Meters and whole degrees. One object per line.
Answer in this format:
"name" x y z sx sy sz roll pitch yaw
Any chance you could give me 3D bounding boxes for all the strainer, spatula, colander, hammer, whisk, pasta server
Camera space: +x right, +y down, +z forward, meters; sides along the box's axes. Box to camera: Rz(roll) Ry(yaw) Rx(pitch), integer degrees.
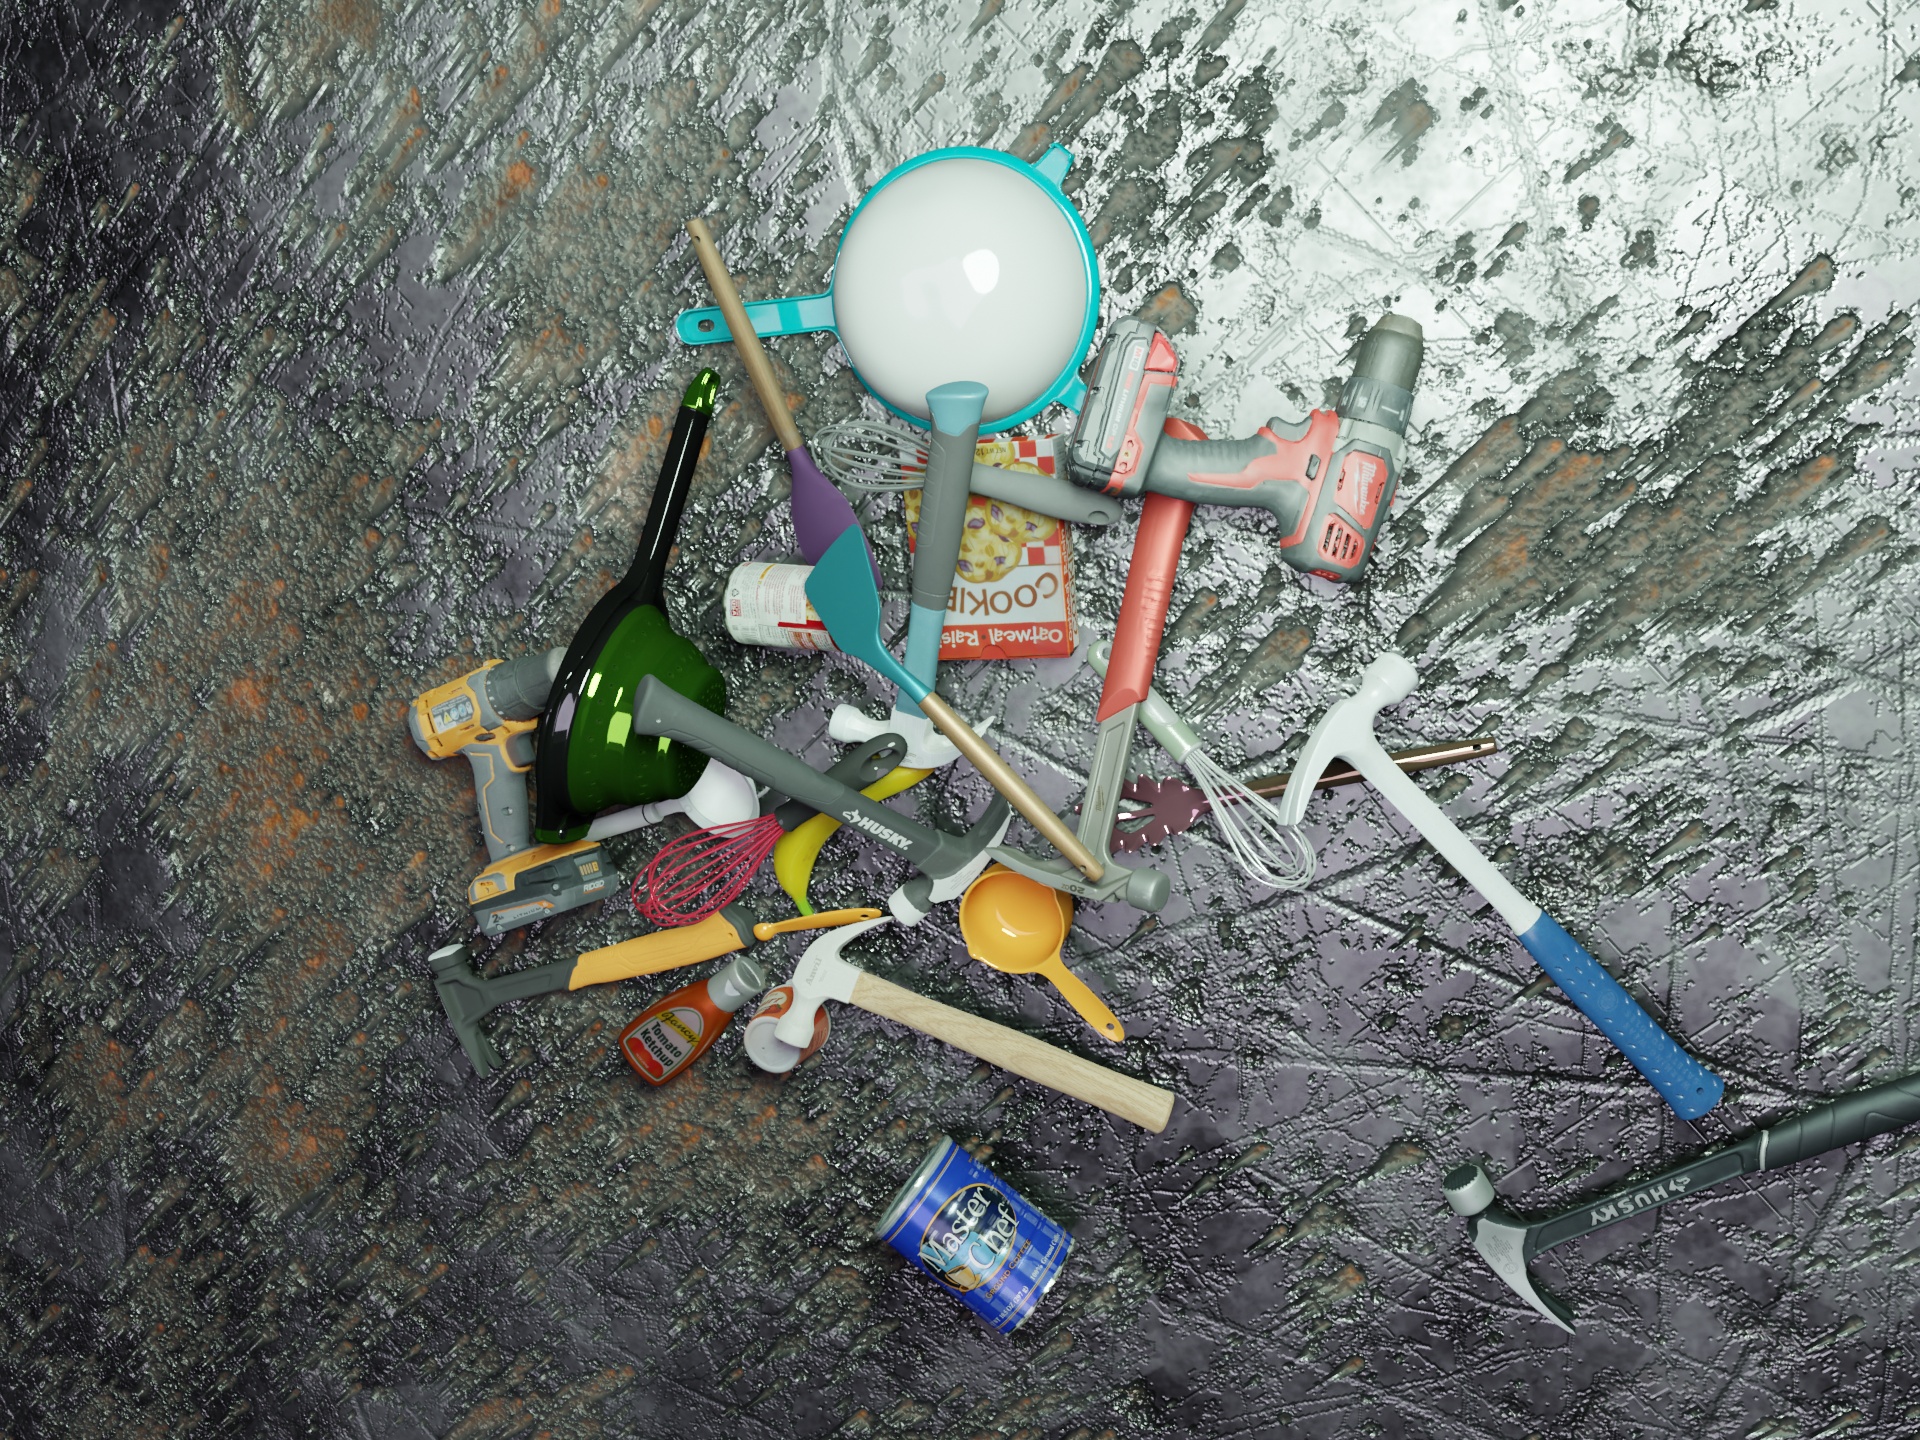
"strainer" -0.071 -0.308 1.180 0.340 0.095 0.211 -2 104 17
"spatula" -0.002 -0.004 1.179 0.317 0.044 0.082 46 130 1
"colander" -0.224 -0.079 1.264 0.094 0.204 0.397 17 91 8
"hammer" -0.329 0.232 1.446 0.337 0.034 0.127 -17 98 21
"hammer" -0.023 -0.100 1.188 0.128 0.033 0.330 19 127 13
"spatula" -0.141 -0.234 1.228 0.060 0.018 0.315 -11 116 25
"hammer" -0.108 0.050 1.219 0.334 0.035 0.146 31 117 -33
"whisk" -0.158 0.090 1.298 0.296 0.073 0.073 -33 93 23
"strainer" -0.259 0.075 1.378 0.258 0.050 0.086 -17 107 27
"hammer" 0.120 -0.046 1.186 0.149 0.036 0.359 16 98 32
"whisk" 0.178 0.030 1.193 0.246 0.058 0.059 50 151 18
"hammer" 0.398 0.142 1.147 0.405 0.035 0.144 45 81 -6
"whisk" 0.003 -0.178 1.177 0.239 0.055 0.055 15 109 9
"pasta server" 0.243 0.049 1.207 0.316 0.040 0.060 -12 82 19
"hammer" 0.019 0.263 1.326 0.331 0.031 0.130 21 86 6
"hammer" 0.577 0.331 1.176 0.409 0.036 0.149 -31 95 23

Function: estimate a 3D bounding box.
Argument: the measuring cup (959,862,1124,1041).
"measuring cup" 0.077 0.186 1.292 0.173 0.052 0.095 47 113 -1

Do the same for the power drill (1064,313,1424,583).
"power drill" 0.202 -0.212 1.101 0.226 0.080 0.188 17 93 -2

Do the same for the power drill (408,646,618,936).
"power drill" -0.371 0.055 1.370 0.185 0.084 0.226 -20 87 29

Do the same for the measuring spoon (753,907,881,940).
"measuring spoon" -0.123 0.176 1.365 0.117 0.011 0.021 -10 140 13
